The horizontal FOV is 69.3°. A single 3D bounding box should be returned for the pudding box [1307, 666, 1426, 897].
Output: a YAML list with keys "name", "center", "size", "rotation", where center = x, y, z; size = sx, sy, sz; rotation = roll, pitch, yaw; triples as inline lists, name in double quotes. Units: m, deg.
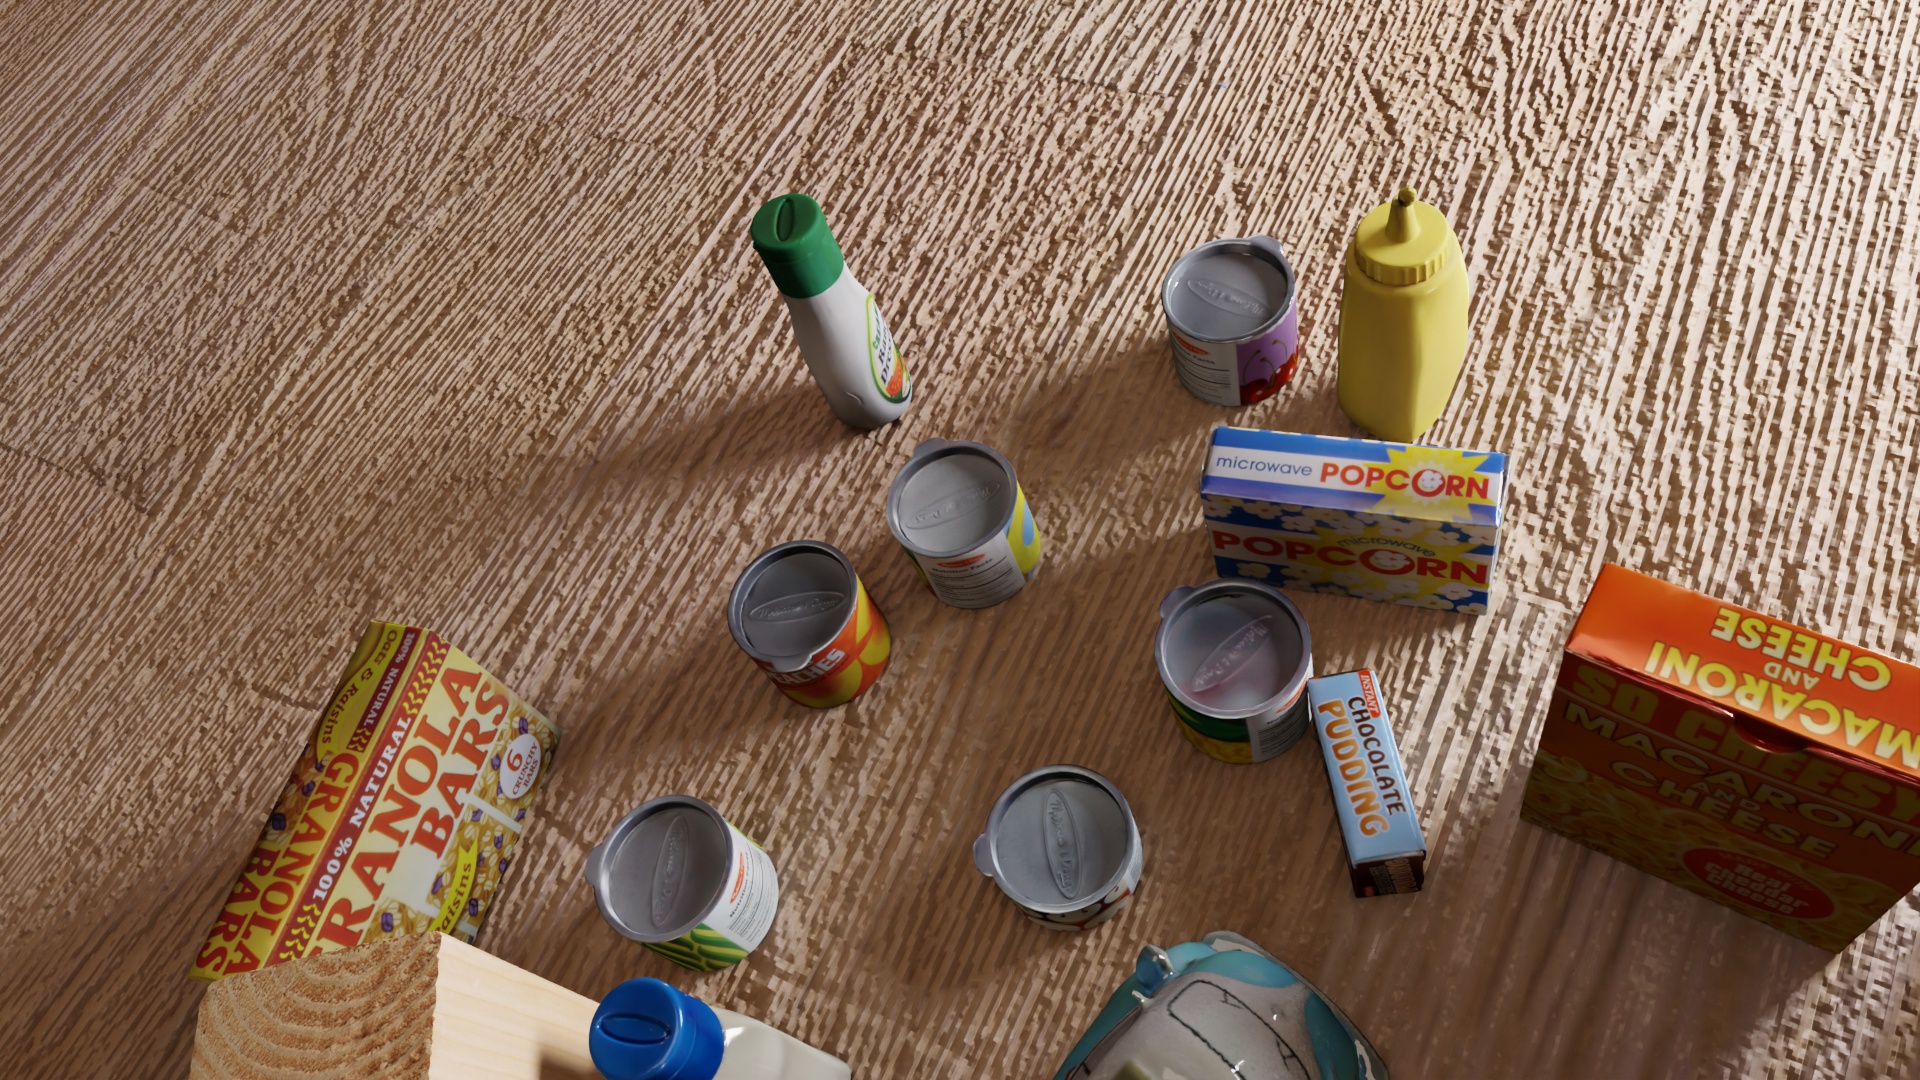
- name: "pudding box"
  center: [0.169, 0.101, 0.581]
  size: [0.030, 0.049, 0.084]
  rotation: [-12, 58, 10]

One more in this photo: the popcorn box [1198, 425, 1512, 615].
- name: "popcorn box"
  center: [0.176, -0.009, 0.624]
  size: [0.127, 0.085, 0.038]
  rotation: [8, 63, 21]

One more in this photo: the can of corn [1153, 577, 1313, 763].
- name: "can of corn"
  center: [0.121, 0.057, 0.617]
  size: [0.071, 0.058, 0.071]
  rotation: [-7, 59, 12]

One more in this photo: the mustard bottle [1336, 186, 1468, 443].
- name: "mustard bottle"
  center: [0.201, -0.108, 0.631]
  size: [0.049, 0.159, 0.065]
  rotation: [27, 71, 28]

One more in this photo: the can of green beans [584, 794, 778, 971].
- name: "can of green beans"
  center: [-0.123, 0.156, 0.630]
  size: [0.071, 0.057, 0.071]
  rotation: [-7, 59, 12]

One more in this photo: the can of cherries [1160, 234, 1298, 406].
- name: "can of cherries"
  center: [0.141, -0.113, 0.712]
  size: [0.071, 0.058, 0.072]
  rotation: [-7, 59, 12]

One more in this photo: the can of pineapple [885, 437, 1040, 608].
- name: "can of pineapple"
  center: [0.002, -0.009, 0.692]
  size: [0.071, 0.057, 0.071]
  rotation: [-7, 59, 12]

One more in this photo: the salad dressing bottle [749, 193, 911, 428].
- name: "salad dressing bottle"
  center: [-0.066, -0.116, 0.723]
  size: [0.044, 0.147, 0.064]
  rotation: [-7, 59, 13]

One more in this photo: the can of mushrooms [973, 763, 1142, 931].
- name: "can of mushrooms"
  center: [0.043, 0.135, 0.608]
  size: [0.071, 0.033, 0.071]
  rotation: [-7, 58, 12]

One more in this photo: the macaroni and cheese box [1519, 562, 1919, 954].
- name: "macaroni and cheese box"
  center: [0.273, 0.083, 0.492]
  size: [0.124, 0.165, 0.040]
  rotation: [22, 69, 27]

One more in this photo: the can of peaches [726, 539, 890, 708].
- name: "can of peaches"
  center: [-0.073, 0.044, 0.682]
  size: [0.071, 0.058, 0.071]
  rotation: [-7, 59, 12]

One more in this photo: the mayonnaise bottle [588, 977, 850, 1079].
- name: "mayonnaise bottle"
  center: [-0.093, 0.204, 0.539]
  size: [0.065, 0.147, 0.041]
  rotation: [1, 61, 17]

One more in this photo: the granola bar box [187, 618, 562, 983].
- name: "granola bar box"
  center: [-0.259, 0.137, 0.642]
  size: [0.039, 0.123, 0.166]
  rotation: [7, 63, 20]
